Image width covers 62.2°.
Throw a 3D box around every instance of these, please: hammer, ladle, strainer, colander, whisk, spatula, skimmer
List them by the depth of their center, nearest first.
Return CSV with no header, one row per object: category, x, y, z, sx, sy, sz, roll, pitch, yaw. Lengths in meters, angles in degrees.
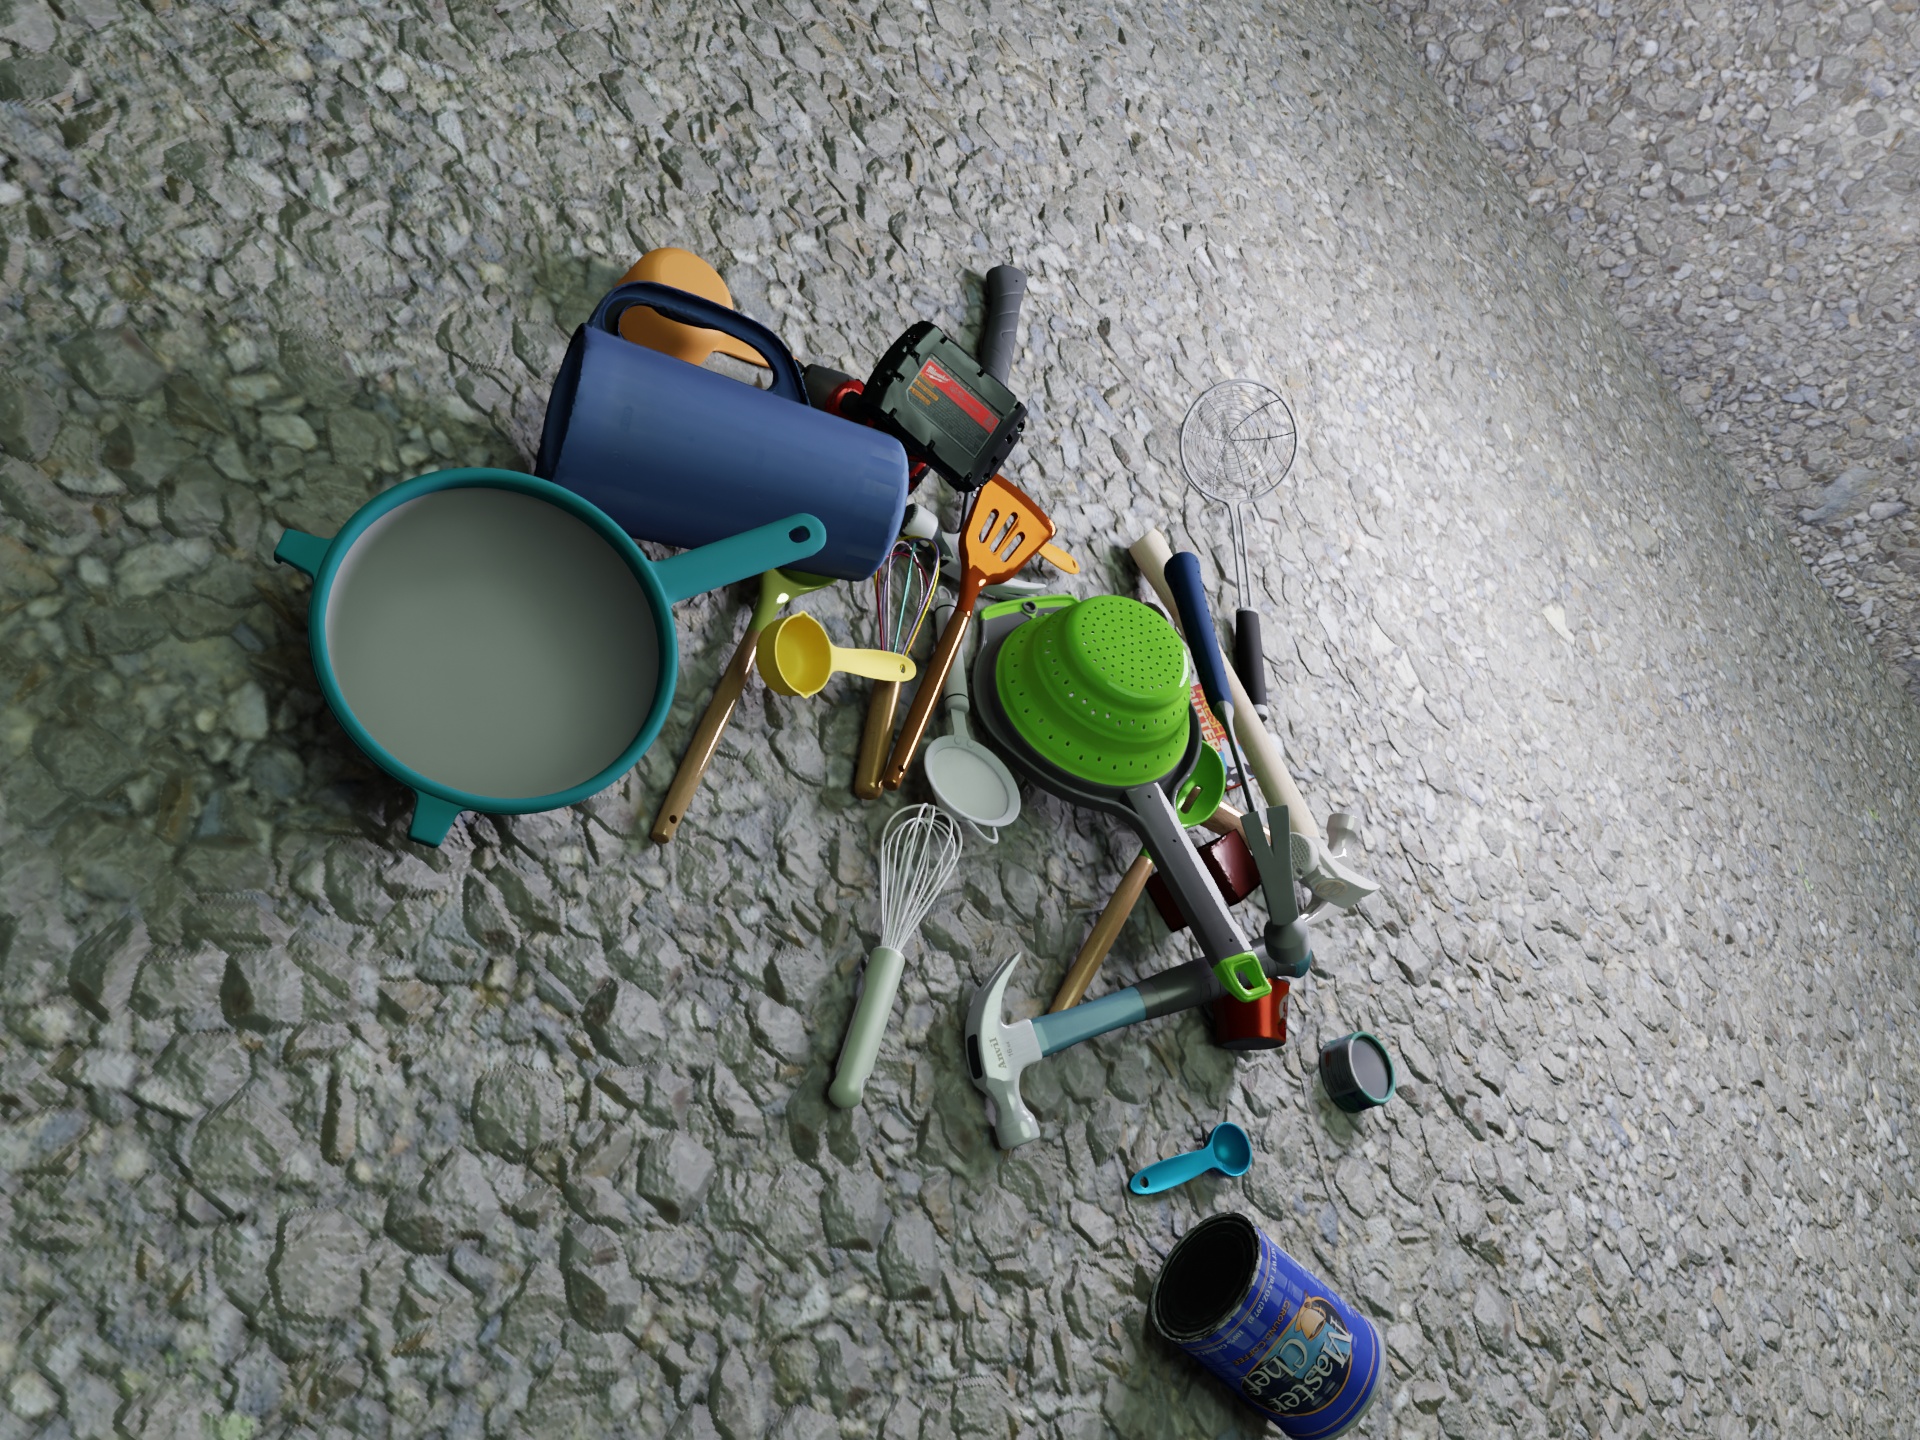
strainer,-0.236,-0.059,0.987,0.340,0.095,0.211,-25,87,-36
whisk,-0.049,0.157,1.108,0.059,0.057,0.247,14,52,4
ladle,-0.148,-0.045,1.125,0.078,0.062,0.320,39,47,-23
hammer,0.145,0.214,1.212,0.331,0.033,0.128,-12,74,-33
whisk,-0.056,-0.046,1.231,0.047,0.051,0.245,16,57,-11
strainer,-0.002,-0.004,1.252,0.086,0.050,0.259,17,49,-30
spatula,-0.001,-0.069,1.253,0.081,0.041,0.323,39,46,-19
colander,0.154,0.032,1.263,0.204,0.094,0.397,-11,60,-32
hammer,0.215,-0.004,1.287,0.406,0.035,0.143,-97,171,-47
hammer,0.223,0.084,1.405,0.331,0.031,0.130,28,65,-24
hammer,0.250,-0.014,1.431,0.146,0.038,0.411,26,33,-47
hammer,0.029,-0.279,1.454,0.149,0.036,0.409,32,47,-28
skimmer,0.290,-0.175,1.601,0.127,0.090,0.364,3,61,-6

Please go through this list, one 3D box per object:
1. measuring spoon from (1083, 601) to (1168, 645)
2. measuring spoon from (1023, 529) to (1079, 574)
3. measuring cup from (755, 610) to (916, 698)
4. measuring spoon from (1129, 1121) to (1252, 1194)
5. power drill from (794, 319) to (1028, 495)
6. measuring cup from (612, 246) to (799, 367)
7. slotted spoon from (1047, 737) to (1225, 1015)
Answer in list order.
measuring spoon,0.146,-0.080,1.464,0.124,0.018,0.034,-22,76,-42
measuring spoon,0.084,-0.148,1.398,0.116,0.011,0.021,18,59,-62
measuring cup,-0.089,-0.042,1.153,0.156,0.029,0.062,6,80,-53
measuring spoon,0.173,0.344,1.229,0.128,0.021,0.042,-7,72,-36
power drill,-0.054,-0.235,1.225,0.143,0.220,0.078,38,80,-23
measuring cup,-0.186,-0.315,1.253,0.173,0.052,0.095,10,60,-38
slotted spoon,0.136,0.131,1.282,0.070,0.031,0.314,38,53,-4
